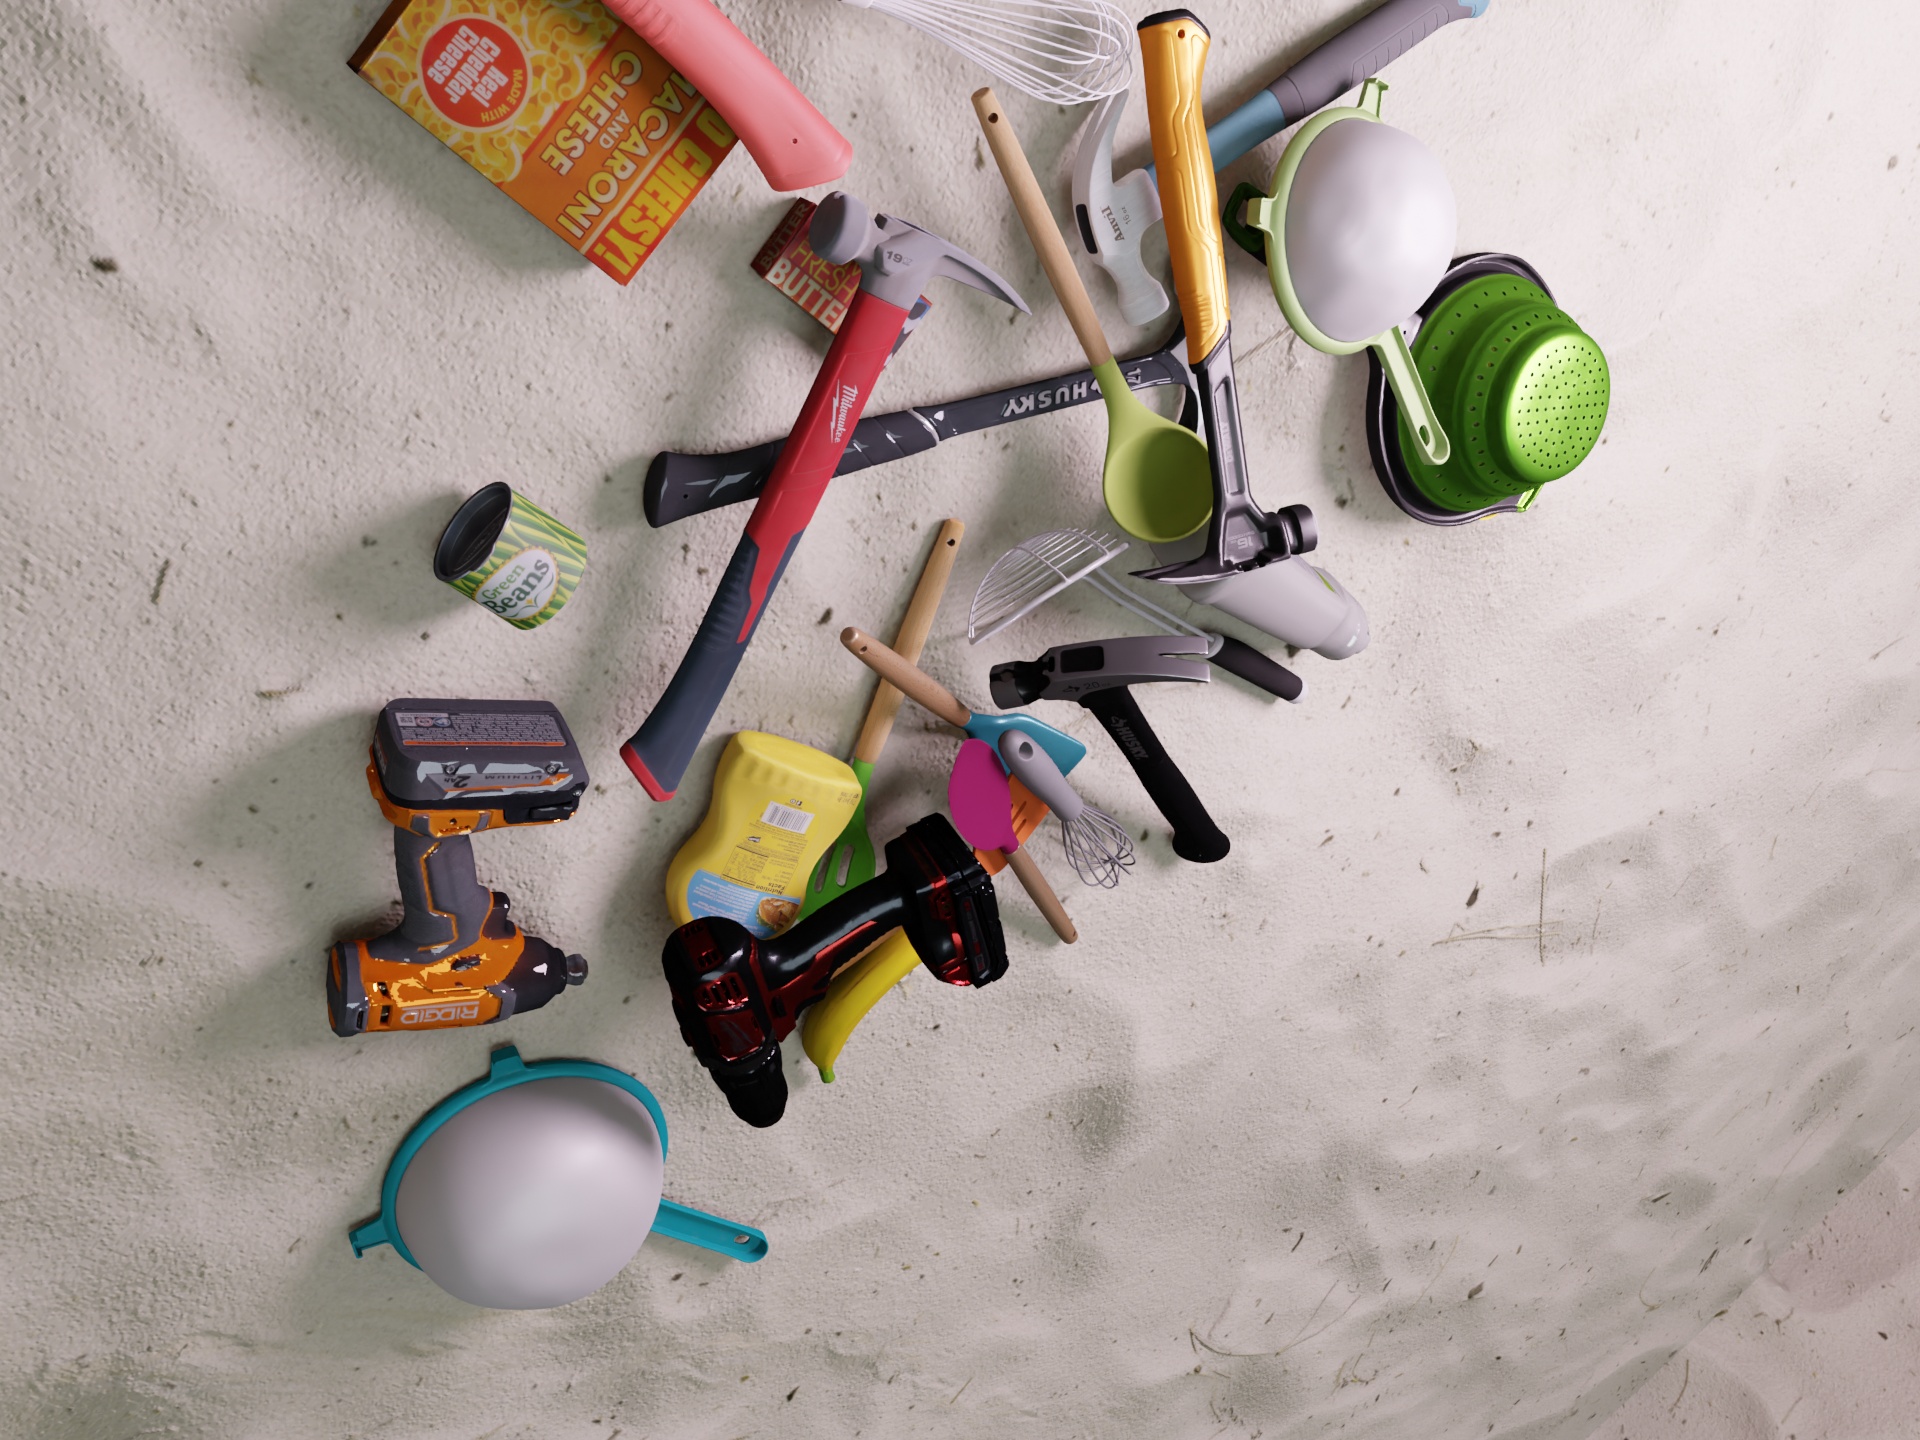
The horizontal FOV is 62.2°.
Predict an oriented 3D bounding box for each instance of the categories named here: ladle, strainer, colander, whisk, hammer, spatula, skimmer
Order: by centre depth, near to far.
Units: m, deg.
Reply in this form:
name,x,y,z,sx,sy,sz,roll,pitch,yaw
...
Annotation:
name,x,y,z,sx,sy,sz,roll,pitch,yaw
hammer,-0.179,-0.384,0.745,0.358,0.037,0.149,34,97,-38
whisk,-0.027,-0.393,0.868,0.284,0.070,0.070,3,117,-27
hammer,-0.099,-0.114,0.969,0.143,0.038,0.386,14,113,-38
hammer,0.141,-0.251,0.969,0.127,0.034,0.336,-17,107,-19
ladle,0.081,-0.239,0.977,0.078,0.062,0.319,-29,129,4
hammer,0.208,-0.391,1.004,0.331,0.033,0.128,-36,114,-11
strainer,0.285,-0.266,1.013,0.151,0.069,0.256,-48,124,-22
hammer,-0.006,-0.189,1.020,0.409,0.036,0.149,-18,127,-19
spatula,-0.002,-0.003,1.095,0.082,0.044,0.317,-44,153,6
colander,0.343,-0.263,1.120,0.396,0.095,0.204,24,94,-34
skimmer,0.150,-0.050,1.161,0.127,0.090,0.363,-32,142,34
strainer,-0.261,0.384,1.190,0.340,0.095,0.211,34,99,-38
hammer,0.149,0.032,1.191,0.146,0.035,0.334,-11,149,20
spatula,-0.060,0.148,1.194,0.322,0.041,0.081,-35,147,4
whisk,0.079,0.067,1.195,0.055,0.055,0.238,-42,142,-1

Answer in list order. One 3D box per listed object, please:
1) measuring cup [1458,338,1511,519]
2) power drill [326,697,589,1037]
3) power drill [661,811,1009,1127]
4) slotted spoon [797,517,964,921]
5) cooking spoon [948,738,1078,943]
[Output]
name,x,y,z,sx,sy,sz,roll,pitch,yaw
measuring cup,0.408,-0.236,1.244,0.062,0.029,0.156,-14,113,-25
power drill,-0.301,0.100,1.001,0.164,0.084,0.226,1,122,-31
power drill,-0.084,0.181,1.108,0.226,0.080,0.187,-24,131,-15
slotted spoon,-0.056,0.005,1.116,0.070,0.031,0.313,16,109,-17
cooking spoon,0.043,0.104,1.191,0.318,0.017,0.069,58,46,-55
